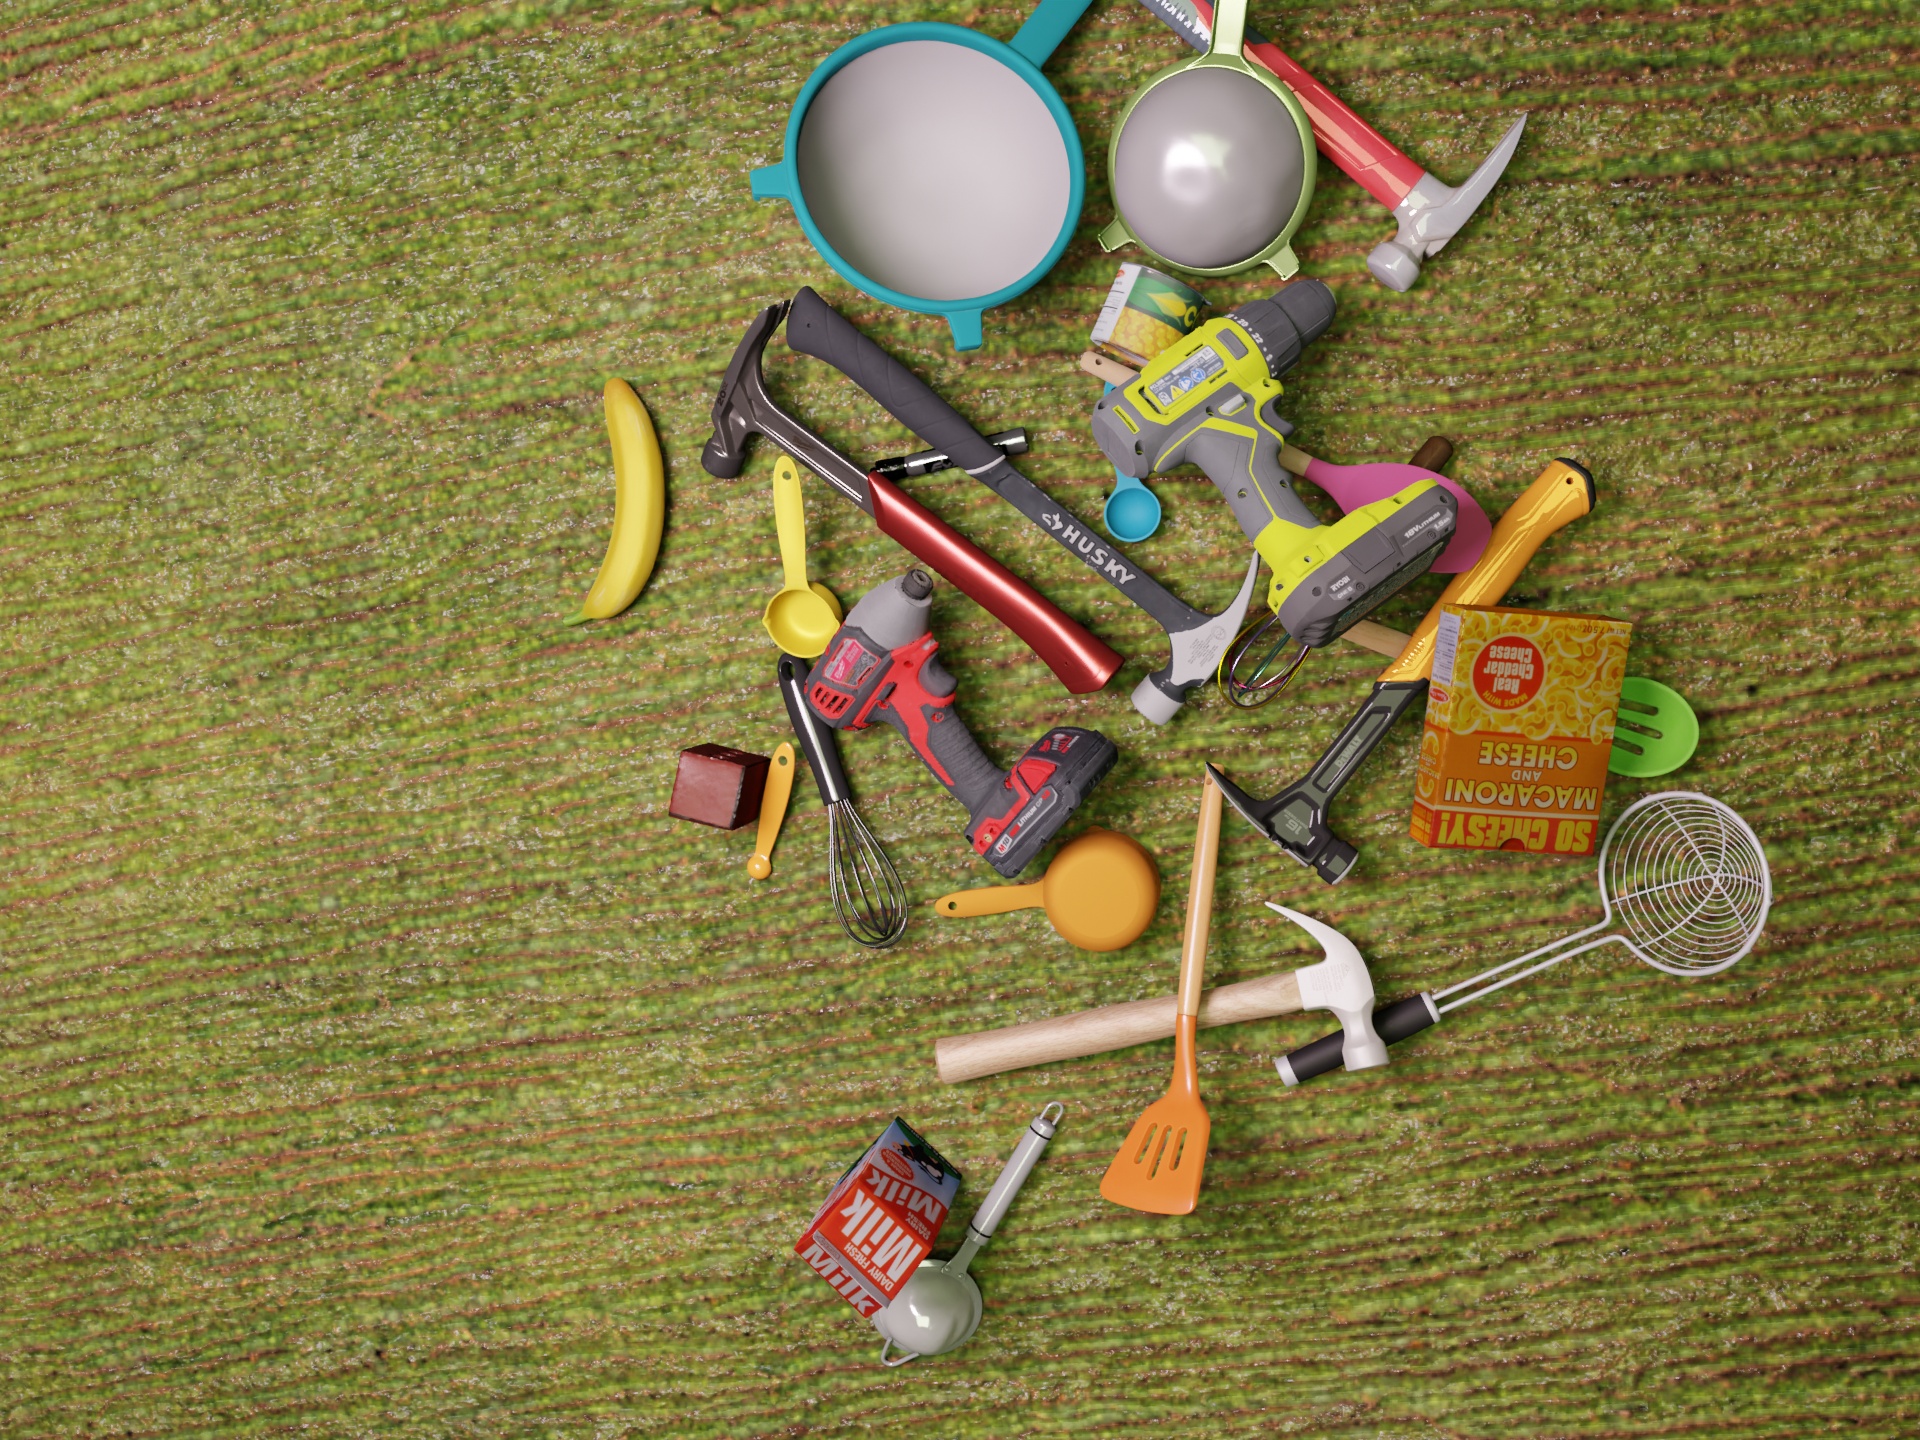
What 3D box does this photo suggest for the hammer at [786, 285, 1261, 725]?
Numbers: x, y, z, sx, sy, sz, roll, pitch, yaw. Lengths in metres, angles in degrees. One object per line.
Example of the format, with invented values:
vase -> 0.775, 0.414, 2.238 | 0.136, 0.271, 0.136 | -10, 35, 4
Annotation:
hammer -> 0.037, -0.178, 1.157 | 0.409, 0.036, 0.149 | 39, 112, 2

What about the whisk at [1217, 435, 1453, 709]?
whisk -> 0.268, -0.108, 1.136 | 0.047, 0.051, 0.245 | 39, 88, 16

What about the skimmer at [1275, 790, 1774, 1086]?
skimmer -> 0.386, 0.172, 1.126 | 0.363, 0.090, 0.127 | -27, 62, 11

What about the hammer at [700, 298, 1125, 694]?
hammer -> -0.028, -0.146, 1.152 | 0.359, 0.037, 0.149 | 37, 128, 7

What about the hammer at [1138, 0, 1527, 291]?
hammer -> 0.210, -0.479, 1.116 | 0.386, 0.038, 0.143 | 39, 97, -2

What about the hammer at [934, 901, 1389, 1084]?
hammer -> 0.139, 0.221, 1.184 | 0.331, 0.031, 0.130 | -14, 73, 14

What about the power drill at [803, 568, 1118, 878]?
power drill -> -0.002, -0.004, 1.159 | 0.220, 0.078, 0.143 | 41, 126, 5

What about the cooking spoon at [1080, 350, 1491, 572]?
cooking spoon -> 0.226, -0.192, 1.136 | 0.319, 0.017, 0.069 | 29, 86, 14

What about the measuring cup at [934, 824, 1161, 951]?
measuring cup -> 0.063, 0.134, 1.189 | 0.173, 0.052, 0.095 | -8, 93, 7

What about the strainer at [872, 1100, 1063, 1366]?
strainer -> 0.009, 0.402, 1.224 | 0.087, 0.050, 0.258 | 30, 94, -10

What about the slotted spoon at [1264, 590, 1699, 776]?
slotted spoon -> 0.371, -0.036, 1.147 | 0.314, 0.031, 0.070 | 21, 96, 8

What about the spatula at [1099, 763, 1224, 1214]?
spatula -> 0.161, 0.187, 1.145 | 0.081, 0.041, 0.323 | -3, 74, 42

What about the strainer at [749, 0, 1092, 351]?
strainer -> 0.013, -0.429, 1.151 | 0.211, 0.095, 0.340 | 36, 77, -4

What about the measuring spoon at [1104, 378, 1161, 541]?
measuring spoon -> 0.123, -0.194, 1.181 | 0.042, 0.021, 0.129 | -8, 84, 12

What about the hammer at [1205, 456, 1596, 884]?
hammer -> 0.321, -0.050, 1.126 | 0.127, 0.034, 0.337 | 39, 97, 7

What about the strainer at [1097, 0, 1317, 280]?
strainer -> 0.169, -0.422, 1.073 | 0.151, 0.069, 0.256 | 15, 123, 18

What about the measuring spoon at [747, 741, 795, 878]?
measuring spoon -> -0.147, 0.071, 1.225 | 0.021, 0.011, 0.117 | 20, 109, 15

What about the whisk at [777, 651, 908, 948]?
whisk -> -0.096, 0.061, 1.215 | 0.055, 0.055, 0.239 | -20, 86, 9

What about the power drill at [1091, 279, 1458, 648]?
power drill -> 0.228, -0.182, 1.084 | 0.190, 0.080, 0.229 | -35, 74, -7

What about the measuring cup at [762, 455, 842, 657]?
measuring cup -> -0.120, -0.124, 1.188 | 0.062, 0.029, 0.156 | 3, 114, 15
